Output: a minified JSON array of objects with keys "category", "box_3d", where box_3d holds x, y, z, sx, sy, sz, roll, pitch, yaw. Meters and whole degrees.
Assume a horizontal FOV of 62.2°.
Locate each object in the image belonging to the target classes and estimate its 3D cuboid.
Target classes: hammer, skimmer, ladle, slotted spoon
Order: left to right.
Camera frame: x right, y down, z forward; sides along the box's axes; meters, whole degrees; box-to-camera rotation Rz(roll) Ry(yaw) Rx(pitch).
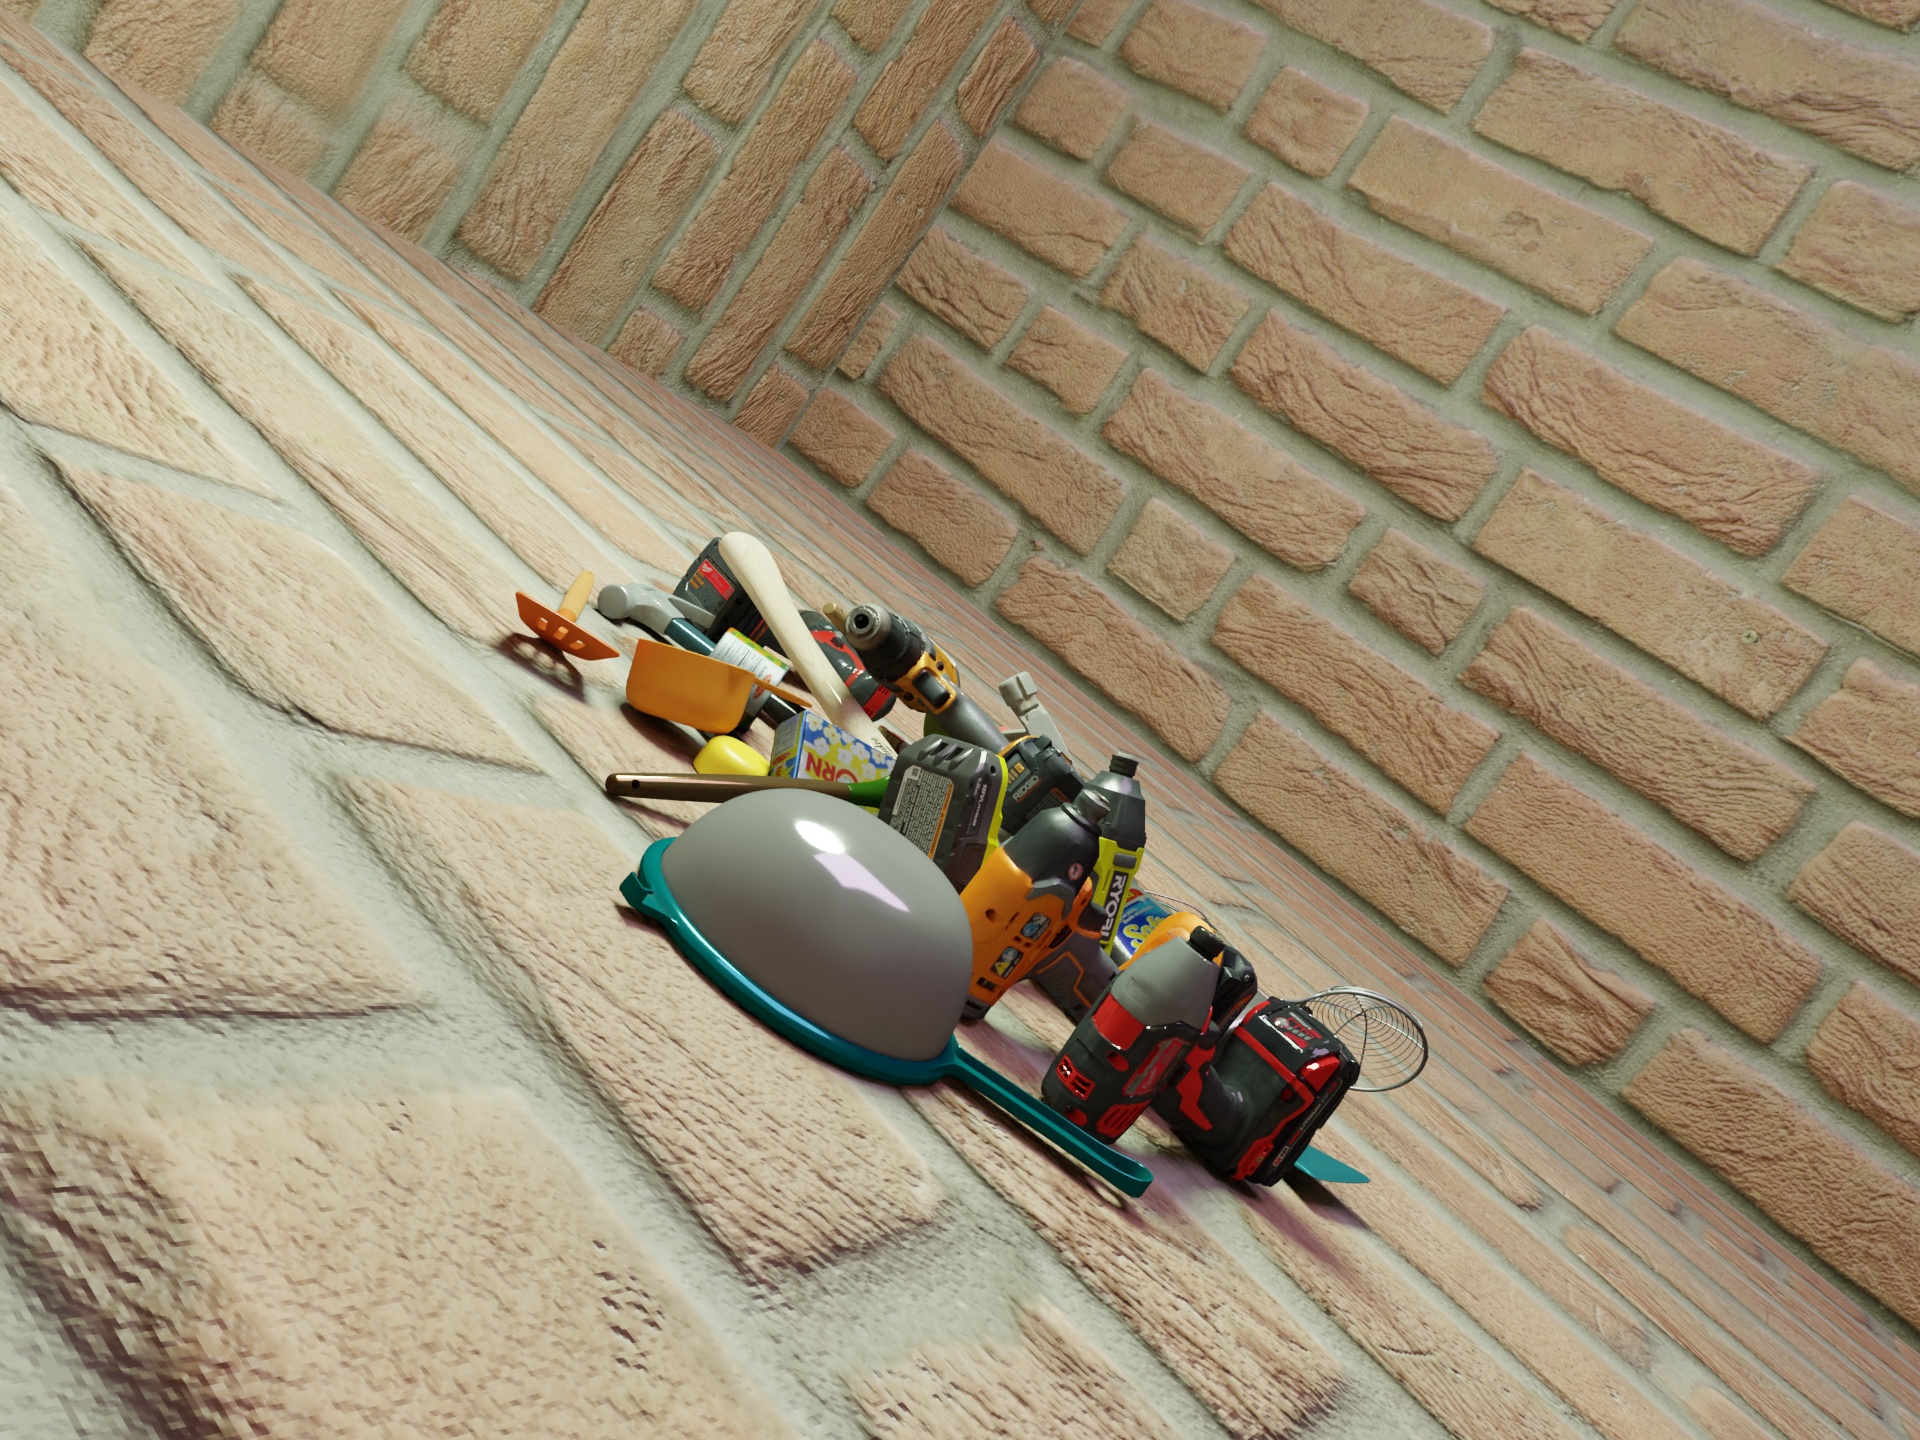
[{"category":"hammer","box_3d":[-0.159,-0.013,1.370,0.331,0.033,0.128,37,10,7]},{"category":"slotted spoon","box_3d":[-0.098,0.046,1.060,0.313,0.070,0.031,4,-9,-44]},{"category":"hammer","box_3d":[-0.116,-0.027,1.337,0.146,0.038,0.411,15,31,-49]},{"category":"ladle","box_3d":[-0.063,-0.029,1.504,0.319,0.062,0.078,46,19,-57]},{"category":"hammer","box_3d":[0.046,0.032,1.611,0.149,0.036,0.359,64,-12,-4]},{"category":"skimmer","box_3d":[0.271,0.273,1.386,0.363,0.127,0.090,13,53,-41]}]

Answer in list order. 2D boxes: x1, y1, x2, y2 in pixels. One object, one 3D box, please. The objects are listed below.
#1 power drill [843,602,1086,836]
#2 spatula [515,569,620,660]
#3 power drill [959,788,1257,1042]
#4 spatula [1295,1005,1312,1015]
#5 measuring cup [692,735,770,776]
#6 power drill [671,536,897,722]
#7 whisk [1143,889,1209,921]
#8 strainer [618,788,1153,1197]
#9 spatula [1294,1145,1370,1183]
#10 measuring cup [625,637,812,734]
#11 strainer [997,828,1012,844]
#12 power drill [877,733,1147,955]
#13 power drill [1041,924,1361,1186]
[{"category":"power drill","box_3d":[-0.002,-0.004,1.334,0.226,0.084,0.185,46,2,23]},{"category":"spatula","box_3d":[-0.296,-0.091,1.226,0.081,0.041,0.323,33,8,-15]},{"category":"power drill","box_3d":[0.094,0.147,1.053,0.226,0.164,0.084,32,8,-36]},{"category":"spatula","box_3d":[0.228,0.252,1.426,0.315,0.060,0.018,21,48,-46]},{"category":"measuring cup","box_3d":[-0.118,0.058,1.140,0.156,0.029,0.062,31,9,-16]},{"category":"power drill","box_3d":[-0.179,-0.094,1.603,0.226,0.080,0.188,32,9,-43]},{"category":"whisk","box_3d":[0.149,0.167,1.571,0.245,0.051,0.047,31,43,1]},{"category":"strainer","box_3d":[-0.015,0.137,0.894,0.340,0.095,0.211,35,8,1]},{"category":"spatula","box_3d":[0.200,0.240,1.246,0.082,0.044,0.318,18,31,-44]},{"category":"measuring cup","box_3d":[-0.173,-0.012,1.176,0.095,0.052,0.173,15,-6,37]},{"category":"strainer","box_3d":[0.020,0.083,1.421,0.256,0.069,0.151,36,8,-8]},{"category":"power drill","box_3d":[0.044,0.090,1.129,0.080,0.171,0.223,16,-1,44]},{"category":"power drill","box_3d":[0.157,0.213,1.011,0.219,0.143,0.079,31,7,-45]}]
